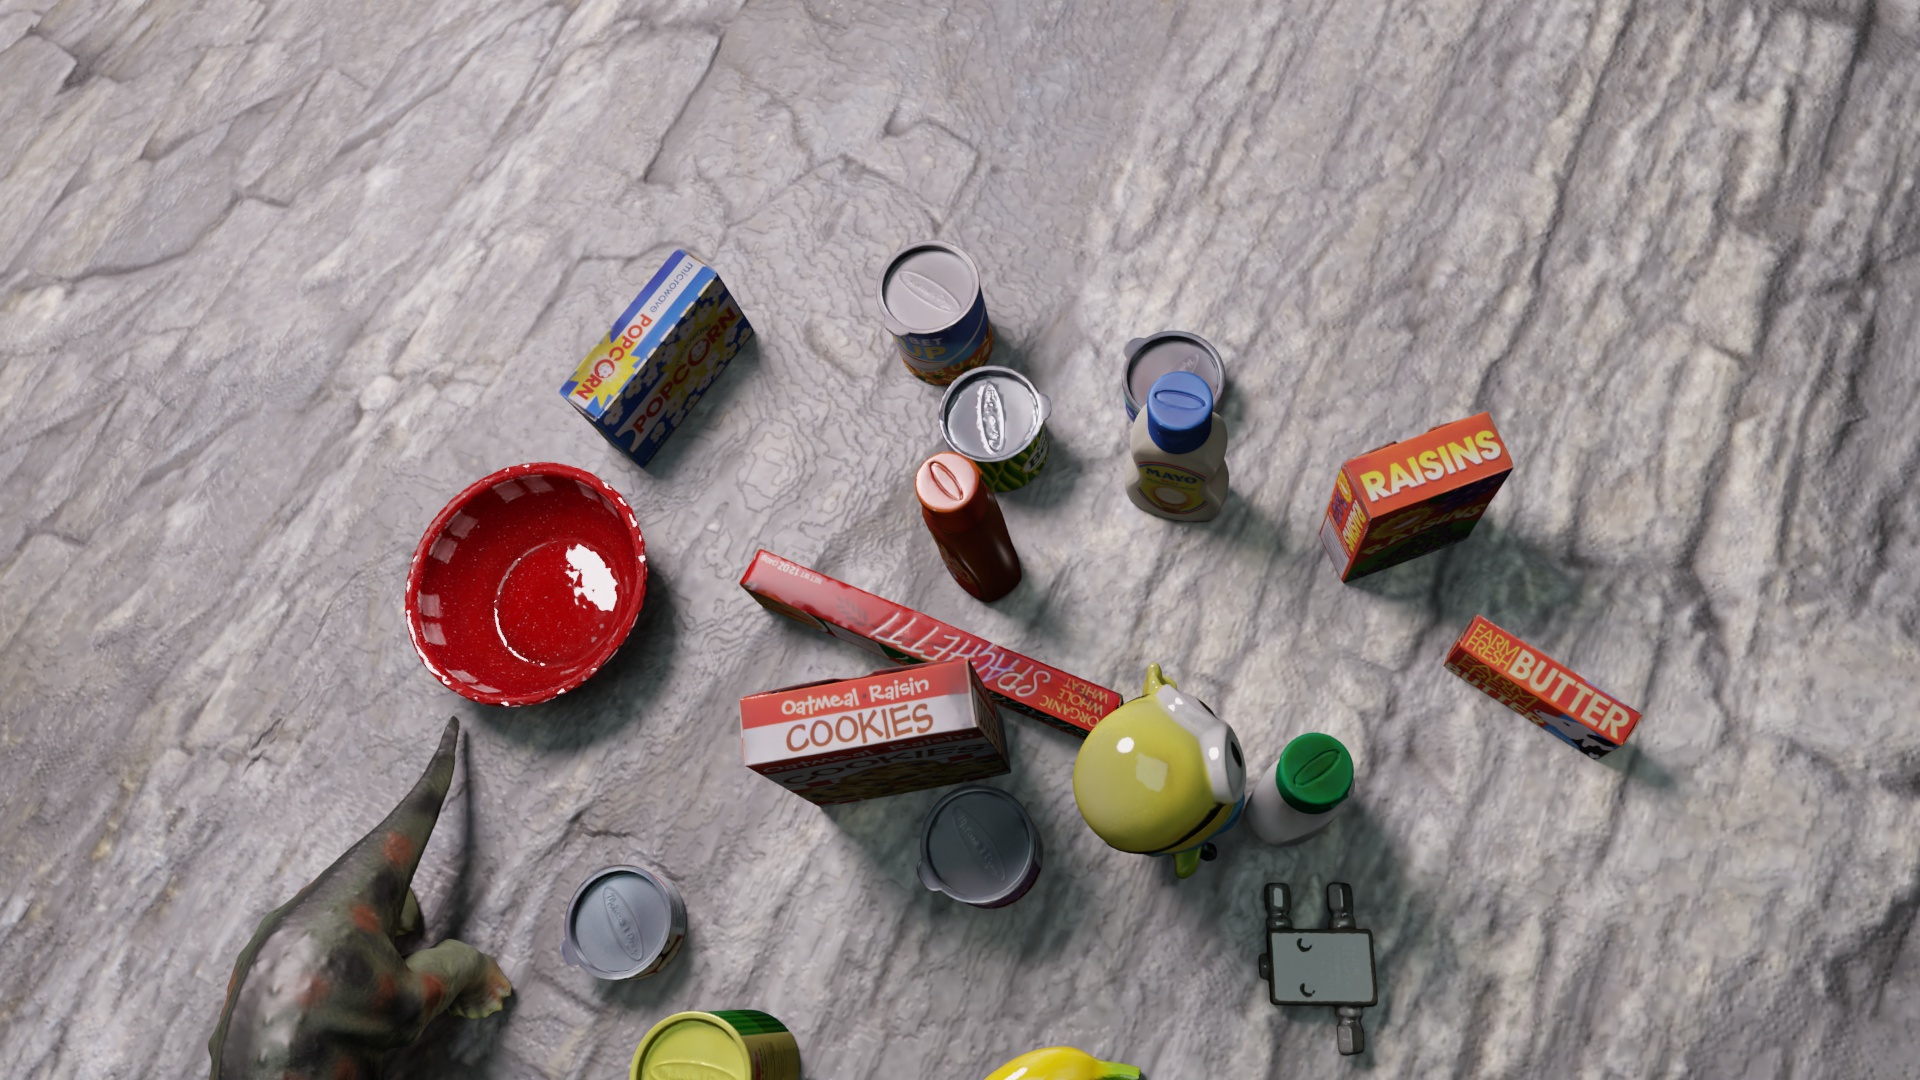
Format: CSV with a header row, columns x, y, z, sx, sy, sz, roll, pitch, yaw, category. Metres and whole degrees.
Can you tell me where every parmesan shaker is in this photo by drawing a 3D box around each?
x,y,z,sx,sy,sz,roll,pitch,yaw,category
-0.134,0.297,0.768,0.071,0.103,0.071,-2,72,7,parmesan shaker

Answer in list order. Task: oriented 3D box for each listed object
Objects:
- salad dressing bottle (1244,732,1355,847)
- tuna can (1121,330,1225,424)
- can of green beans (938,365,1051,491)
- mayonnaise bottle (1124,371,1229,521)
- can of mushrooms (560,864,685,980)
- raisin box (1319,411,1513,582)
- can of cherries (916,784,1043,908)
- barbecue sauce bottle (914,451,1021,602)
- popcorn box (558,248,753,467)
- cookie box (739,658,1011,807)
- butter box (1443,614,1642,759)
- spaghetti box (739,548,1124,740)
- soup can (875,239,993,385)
x,y,z,sx,sy,sz,roll,pitch,yaw,category
0.187,0.134,0.754,0.064,0.147,0.044,-35,71,-4,salad dressing bottle
0.136,-0.101,0.902,0.071,0.032,0.071,-2,71,7,tuna can
0.023,-0.071,0.894,0.071,0.057,0.071,-2,71,7,can of green beans
0.129,-0.054,0.826,0.065,0.147,0.041,13,75,12,mayonnaise bottle
-0.203,0.232,0.837,0.071,0.033,0.071,-2,71,7,can of mushrooms
0.262,-0.023,0.810,0.086,0.123,0.040,-19,70,1,raisin box
0.011,0.181,0.811,0.071,0.058,0.071,-2,71,7,can of cherries
0.003,-0.010,0.828,0.044,0.148,0.065,-36,71,-4,barbecue sauce bottle
-0.200,-0.121,0.928,0.038,0.085,0.127,34,79,17,popcorn box
-0.042,0.111,0.784,0.123,0.167,0.040,-11,71,5,cookie box
0.332,0.085,0.801,0.103,0.053,0.024,34,80,17,butter box
-0.017,0.067,0.857,0.250,0.050,0.029,21,76,14,spaghetti box
-0.017,-0.146,0.911,0.071,0.083,0.071,-2,72,7,soup can
